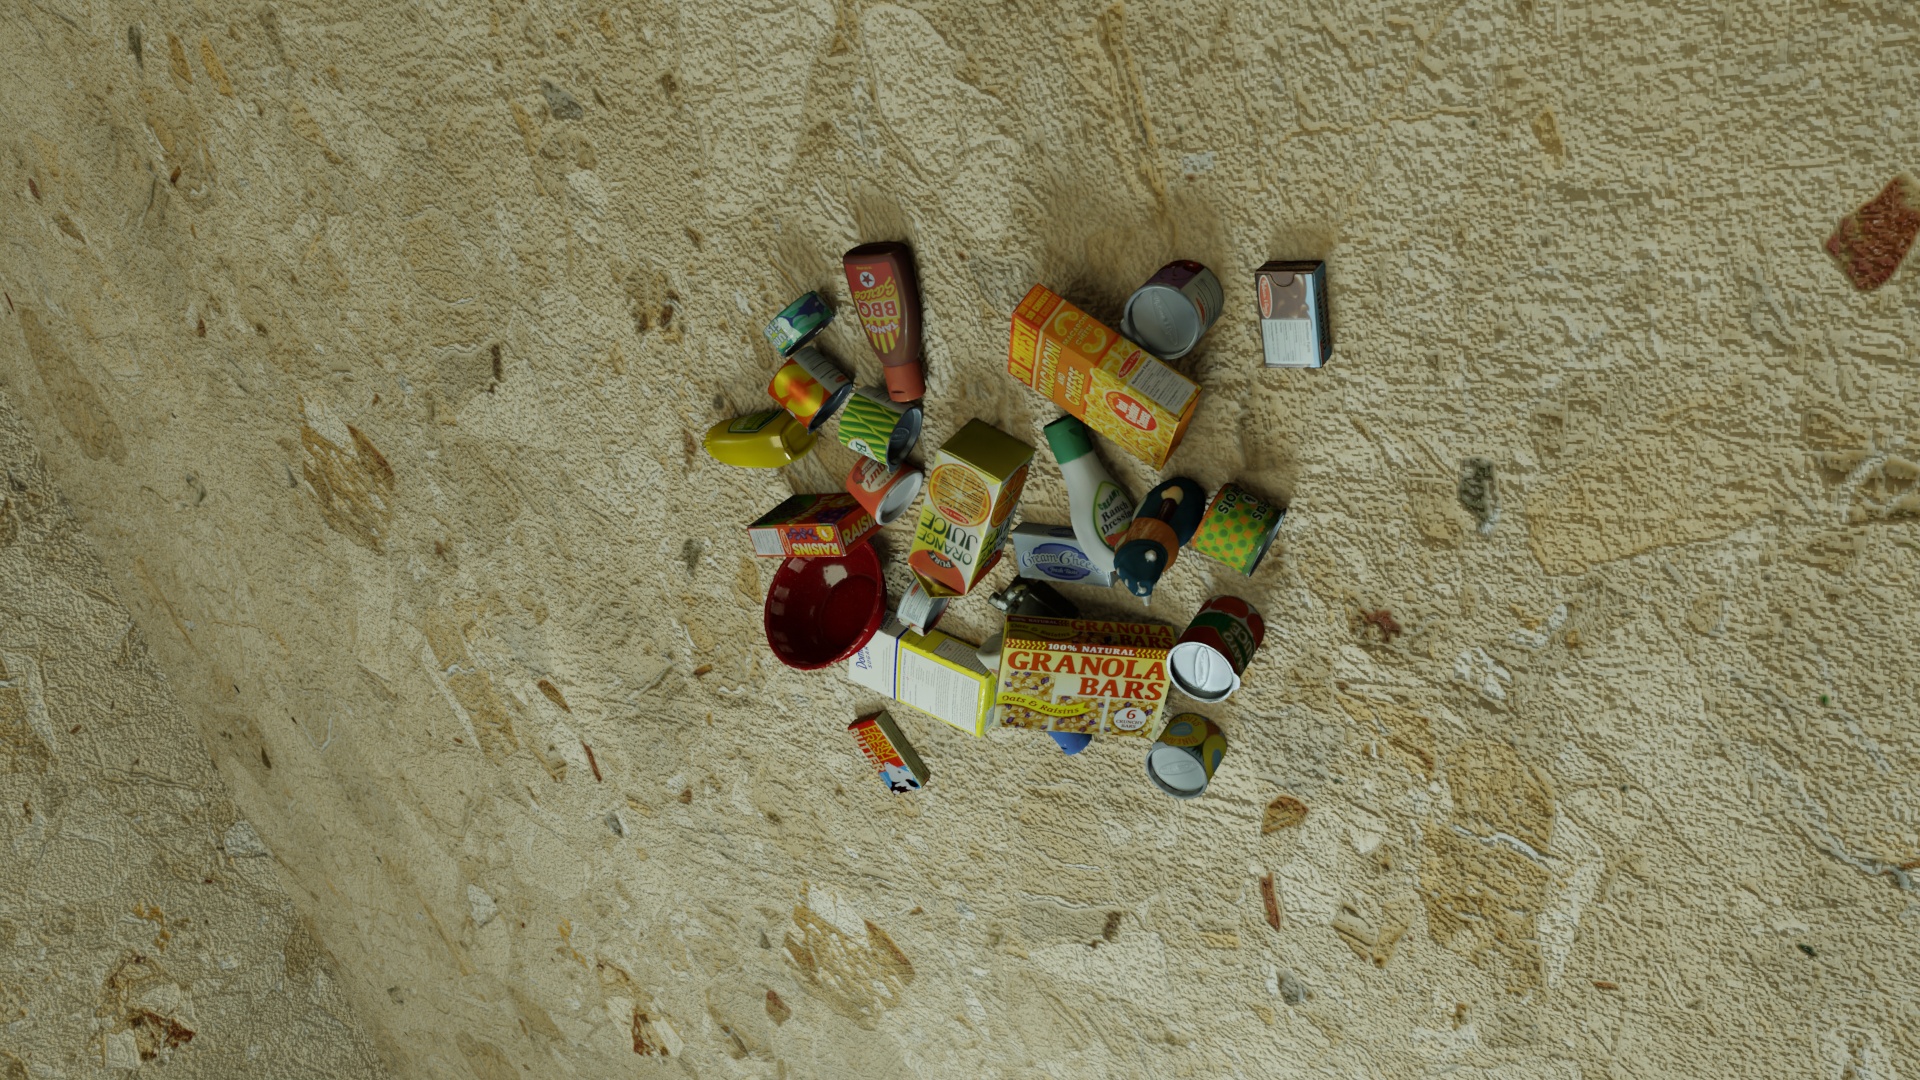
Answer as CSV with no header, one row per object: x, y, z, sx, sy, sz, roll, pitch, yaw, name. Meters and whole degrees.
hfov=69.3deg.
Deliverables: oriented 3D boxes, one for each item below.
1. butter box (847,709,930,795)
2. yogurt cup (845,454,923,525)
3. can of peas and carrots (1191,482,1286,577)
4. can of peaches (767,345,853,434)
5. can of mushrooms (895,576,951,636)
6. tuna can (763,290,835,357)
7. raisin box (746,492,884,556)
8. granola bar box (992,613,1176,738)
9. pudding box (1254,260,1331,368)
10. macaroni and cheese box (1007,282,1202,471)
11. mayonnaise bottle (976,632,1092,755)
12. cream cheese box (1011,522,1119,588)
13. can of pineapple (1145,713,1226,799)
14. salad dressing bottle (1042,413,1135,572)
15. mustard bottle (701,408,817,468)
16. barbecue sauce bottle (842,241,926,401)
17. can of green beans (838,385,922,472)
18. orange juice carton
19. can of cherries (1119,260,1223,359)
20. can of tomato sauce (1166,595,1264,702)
-0.085,0.251,1.647,0.053,0.024,0.103,-24,104,41,butter box
-0.079,-0.057,1.409,0.054,0.073,0.072,39,134,17,yogurt cup
0.245,-0.012,1.218,0.059,0.071,0.070,29,132,15,can of peas and carrots
-0.152,-0.151,1.391,0.058,0.071,0.071,42,134,3,can of peaches
-0.036,0.065,1.462,0.033,0.071,0.070,28,131,14,can of mushrooms
-0.159,-0.210,1.354,0.033,0.071,0.070,51,133,-4,tuna can
-0.150,-0.018,1.467,0.123,0.086,0.040,0,114,34,raisin box
0.120,0.134,1.369,0.166,0.039,0.123,5,128,-3,granola bar box
0.267,-0.181,1.113,0.049,0.030,0.083,6,122,33,pudding box
0.121,-0.139,1.197,0.166,0.040,0.123,35,166,10,macaroni and cheese box
0.081,0.161,1.451,0.148,0.041,0.064,50,159,-16,mayonnaise bottle
0.103,0.014,1.360,0.104,0.024,0.053,6,122,31,cream cheese box
0.225,0.214,1.388,0.071,0.058,0.070,17,127,24,can of pineapple
0.122,-0.045,1.285,0.044,0.064,0.147,-14,104,58,salad dressing bottle
-0.226,-0.107,1.476,0.160,0.066,0.048,-1,123,39,mustard bottle
-0.065,-0.205,1.313,0.065,0.044,0.148,4,122,30,barbecue sauce bottle
-0.079,-0.113,1.369,0.058,0.071,0.070,26,131,18,can of green beans
0.005,-0.017,1.373,0.073,0.072,0.191,29,131,15,orange juice carton
0.175,-0.192,1.150,0.071,0.059,0.071,18,129,23,can of cherries
0.238,0.099,1.285,0.071,0.083,0.070,17,128,24,can of tomato sauce
